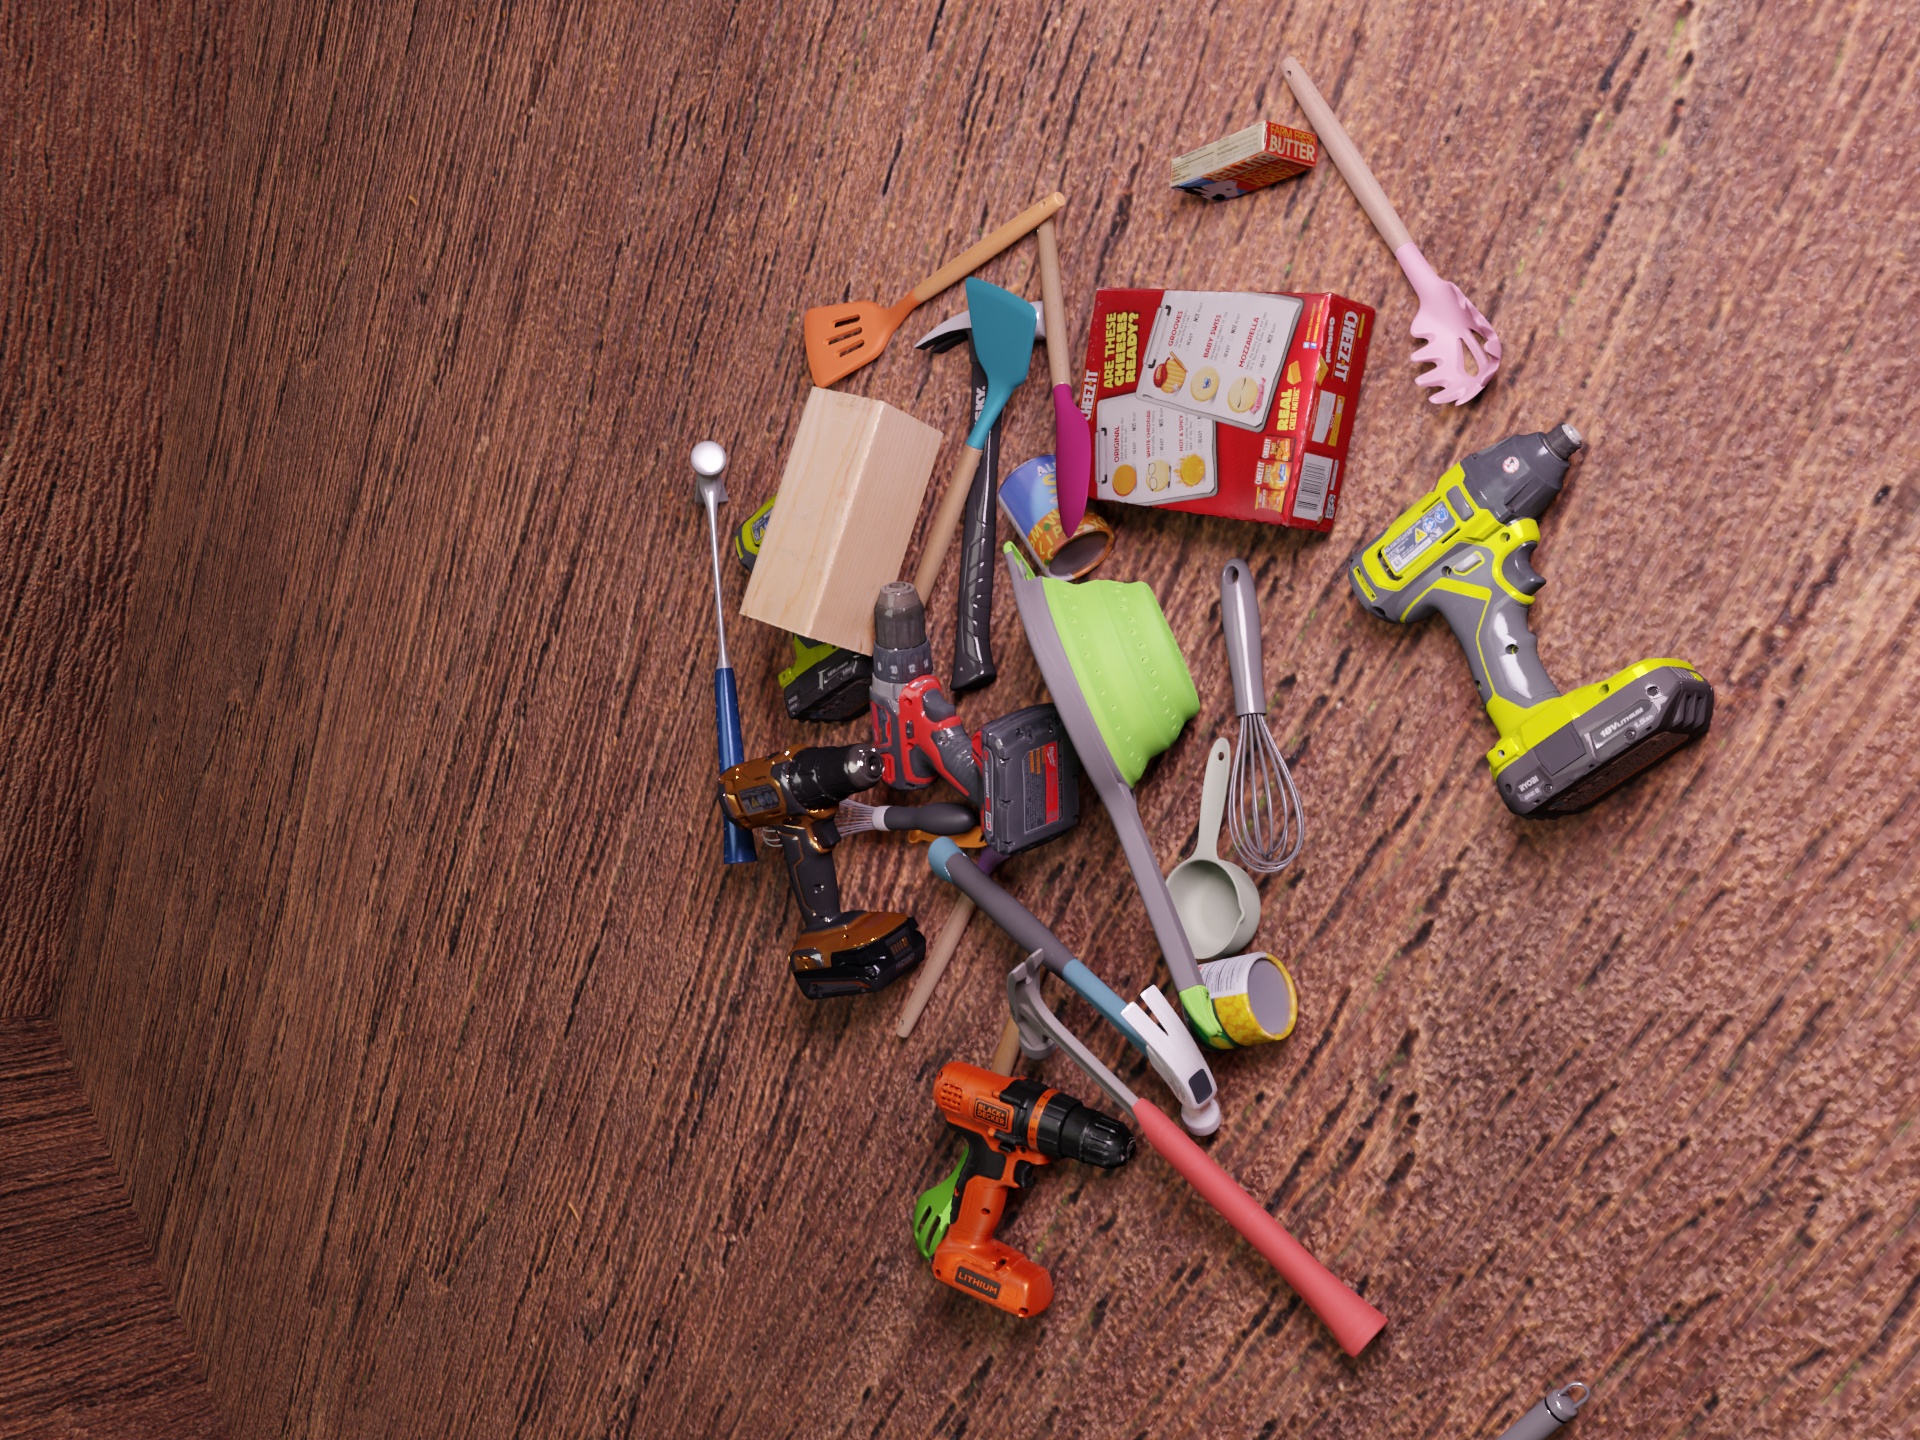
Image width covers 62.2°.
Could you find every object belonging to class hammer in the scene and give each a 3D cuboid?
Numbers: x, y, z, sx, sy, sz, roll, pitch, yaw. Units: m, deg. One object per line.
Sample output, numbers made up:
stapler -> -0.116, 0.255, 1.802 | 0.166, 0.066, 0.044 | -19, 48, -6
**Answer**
hammer -> 0.167, 0.320, 1.183 | 0.359, 0.037, 0.149 | 41, 158, 27
hammer -> 0.081, 0.195, 1.278 | 0.331, 0.033, 0.128 | 38, 159, 40
hammer -> 0.014, -0.192, 1.384 | 0.146, 0.035, 0.335 | 7, 96, 44
hammer -> -0.234, -0.062, 1.577 | 0.144, 0.035, 0.405 | 153, 112, -81

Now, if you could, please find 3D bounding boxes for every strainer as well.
strainer -> 0.332, 0.520, 1.071 | 0.087, 0.050, 0.258 | 43, 117, 18

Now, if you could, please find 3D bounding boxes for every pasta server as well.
pasta server -> 0.292, -0.349, 1.108 | 0.060, 0.040, 0.316 | -48, 57, 46

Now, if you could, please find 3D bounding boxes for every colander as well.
colander -> 0.147, 0.033, 1.181 | 0.094, 0.204, 0.397 | -23, 71, 9

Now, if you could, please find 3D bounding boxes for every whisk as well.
whisk -> -0.092, 0.090, 1.468 | 0.285, 0.070, 0.070 | -3, 88, 44
whisk -> 0.218, -0.006, 1.177 | 0.055, 0.055, 0.239 | -16, 75, 44

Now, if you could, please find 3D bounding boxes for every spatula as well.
spatula -> 0.010, 0.157, 1.400 | 0.060, 0.018, 0.315 | 46, 120, 40
spatula -> -0.028, -0.389, 1.412 | 0.322, 0.041, 0.081 | -20, 76, 47
spatula -> -0.005, -0.210, 1.349 | 0.082, 0.044, 0.317 | 34, 114, 33

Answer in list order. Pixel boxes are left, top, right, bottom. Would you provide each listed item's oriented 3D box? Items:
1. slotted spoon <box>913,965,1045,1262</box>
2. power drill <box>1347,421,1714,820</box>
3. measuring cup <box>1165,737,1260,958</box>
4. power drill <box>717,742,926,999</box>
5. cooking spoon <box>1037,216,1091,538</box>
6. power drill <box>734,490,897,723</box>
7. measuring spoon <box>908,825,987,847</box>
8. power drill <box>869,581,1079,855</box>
slotted spoon -> 0.018, 0.349, 1.388 | 0.070, 0.031, 0.313 | 30, 109, 35
power drill -> 0.365, -0.065, 1.012 | 0.171, 0.080, 0.223 | -44, 58, 36
measuring cup -> 0.198, 0.098, 1.207 | 0.083, 0.038, 0.167 | 3, 83, 47
power drill -> -0.110, 0.127, 1.417 | 0.185, 0.084, 0.226 | -16, 99, 42
cooking spoon -> 0.078, -0.283, 1.265 | 0.068, 0.017, 0.319 | 119, 152, -57
power drill -> -0.120, -0.130, 1.489 | 0.190, 0.080, 0.229 | -32, 66, 40
measuring spoon -> -0.007, 0.103, 1.413 | 0.117, 0.011, 0.021 | -1, 66, 51
power drill -> -0.002, -0.004, 1.327 | 0.227, 0.080, 0.187 | 29, 129, 48
